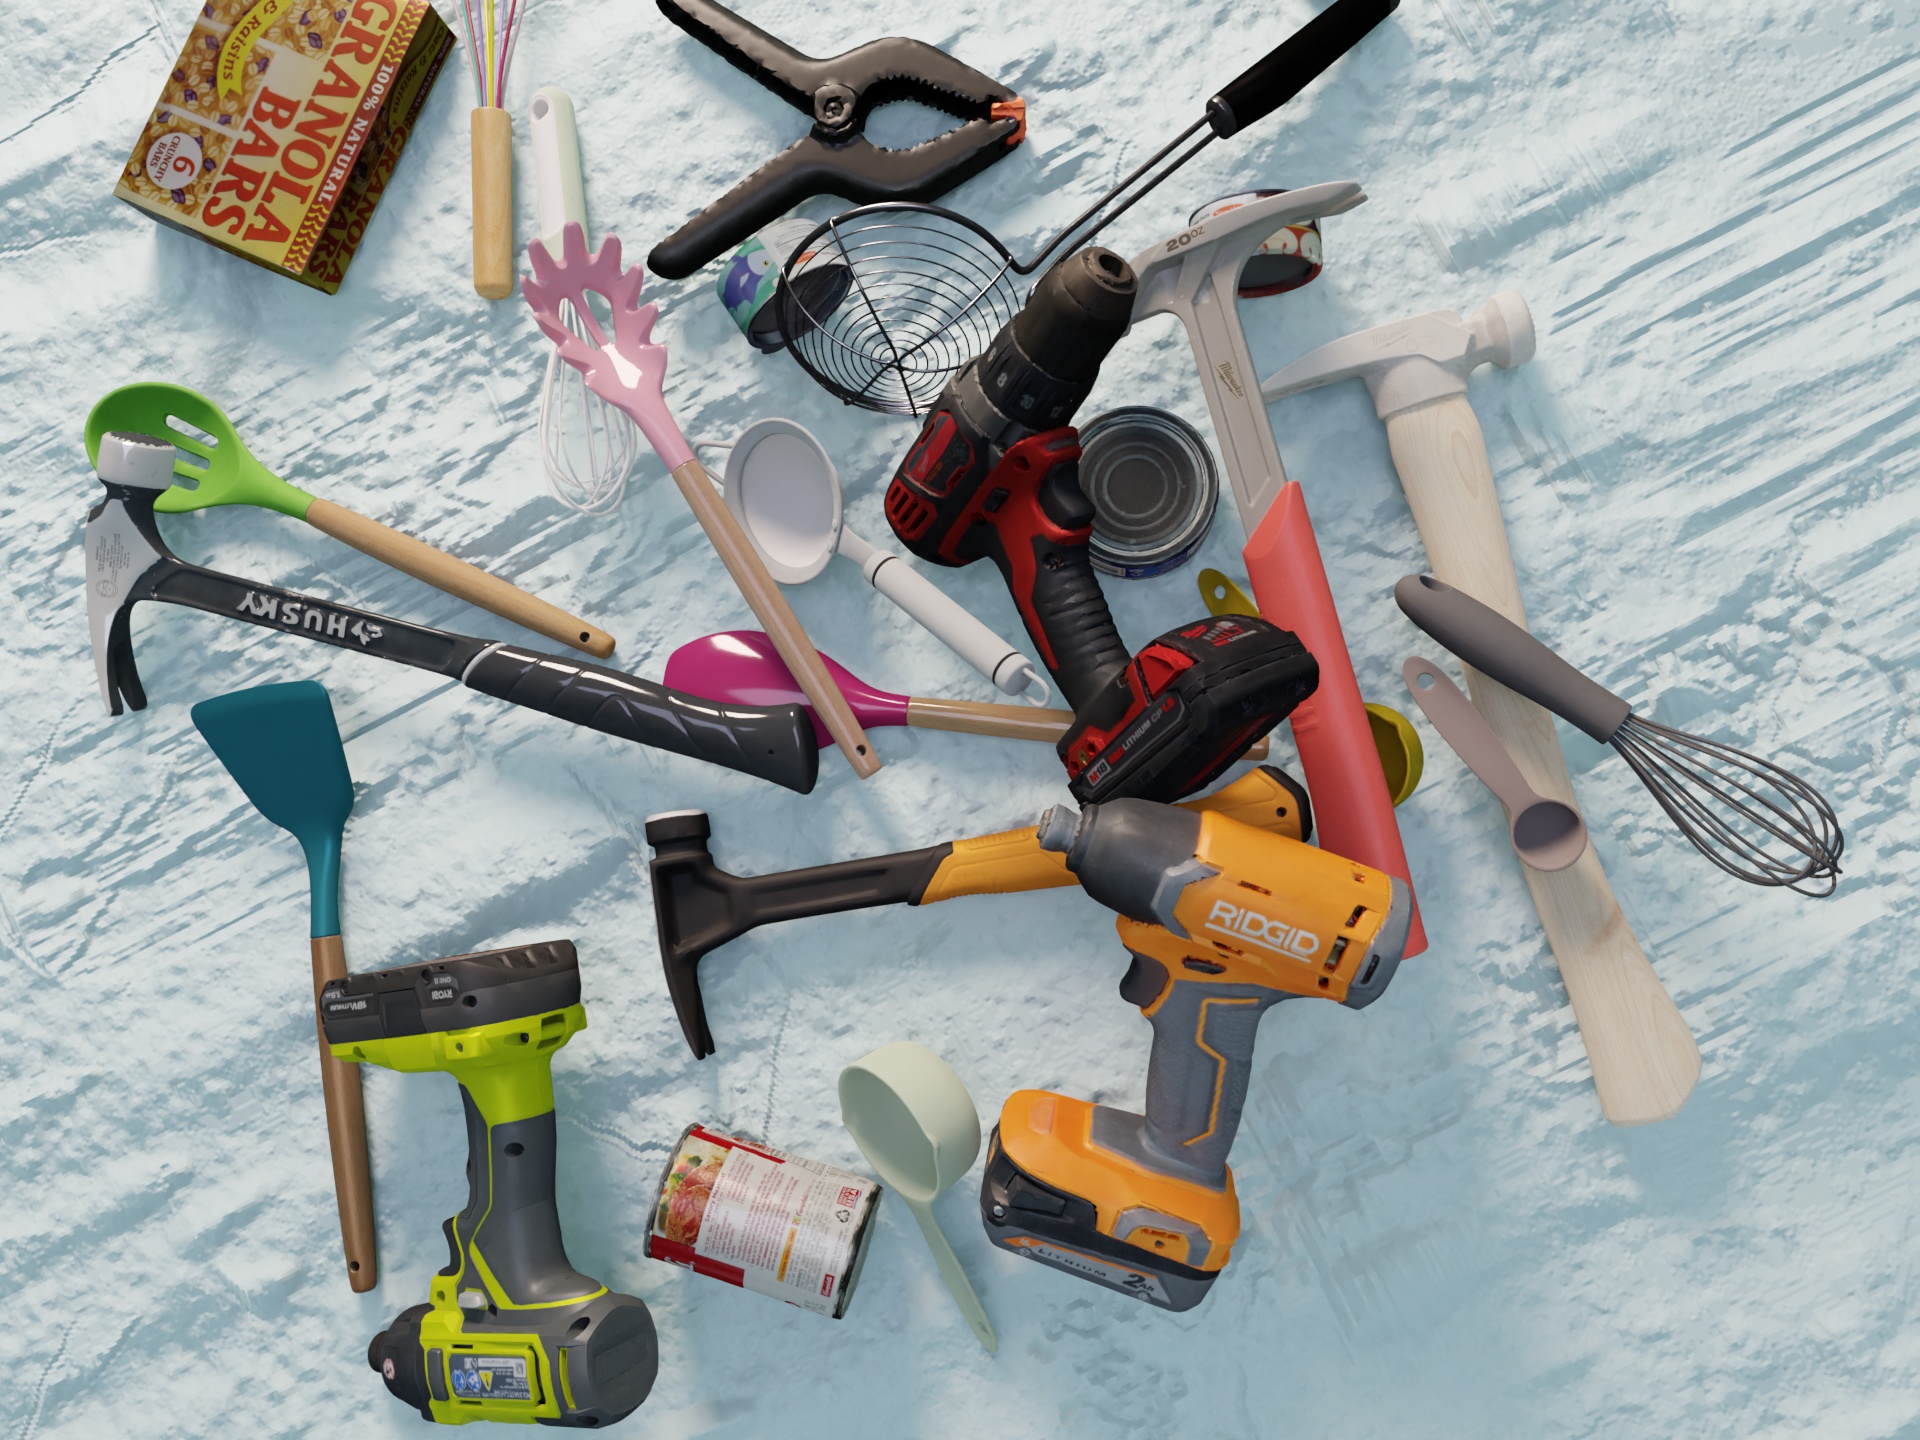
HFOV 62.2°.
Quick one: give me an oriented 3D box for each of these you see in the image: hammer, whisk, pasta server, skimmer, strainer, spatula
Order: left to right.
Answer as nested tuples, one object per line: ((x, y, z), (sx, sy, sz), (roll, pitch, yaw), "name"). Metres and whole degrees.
((-0.337, 0.140, 0.830), (0.082, 0.044, 0.317), (-10, 85, 13), "spatula")
((-0.269, -0.029, 0.830), (0.409, 0.036, 0.149), (15, 101, 6), "hammer")
((-0.257, -0.354, 0.875), (0.047, 0.051, 0.245), (-2, 88, 40), "whisk")
((-0.209, -0.227, 0.853), (0.058, 0.059, 0.246), (-15, 78, 31), "whisk")
((-0.126, -0.108, 0.809), (0.060, 0.040, 0.316), (-31, 89, -16), "pasta server")
((-0.042, -0.077, 0.788), (0.259, 0.050, 0.086), (40, 127, 33), "strainer")
((0.011, 0.082, 0.807), (0.337, 0.034, 0.127), (-10, 83, 4), "hammer")
((0.070, -0.285, 0.821), (0.363, 0.127, 0.090), (-40, 49, -11), "skimmer")
((0.166, -0.064, 0.755), (0.149, 0.036, 0.359), (-17, 87, 25), "hammer")
((0.266, -0.002, 0.790), (0.146, 0.038, 0.411), (-16, 84, 5), "hammer")
((0.305, 0.003, 0.745), (0.239, 0.055, 0.055), (36, 89, 13), "whisk")

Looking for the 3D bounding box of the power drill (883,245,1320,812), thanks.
((0.066, -0.084, 0.740), (0.080, 0.187, 0.227), (-19, 69, -40), "power drill")

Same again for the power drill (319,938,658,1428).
((-0.242, 0.229, 0.784), (0.171, 0.080, 0.223), (-12, 85, 30), "power drill")

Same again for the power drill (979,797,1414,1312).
((0.085, 0.144, 0.727), (0.164, 0.084, 0.226), (21, 111, 0), "power drill")

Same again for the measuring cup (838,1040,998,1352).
((-0.005, 0.235, 0.789), (0.038, 0.083, 0.167), (-30, 103, -33), "measuring cup")

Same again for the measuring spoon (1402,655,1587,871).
((0.255, 0.019, 0.768), (0.034, 0.018, 0.124), (-37, 75, 9), "measuring spoon")

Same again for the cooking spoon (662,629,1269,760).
((-0.001, -0.003, 0.824), (0.319, 0.017, 0.069), (6, 85, 7), "cooking spoon")

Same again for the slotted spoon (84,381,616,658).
((-0.328, -0.101, 0.861), (0.314, 0.031, 0.070), (24, 88, 5), "slotted spoon")

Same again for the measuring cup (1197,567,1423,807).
((0.175, -0.019, 0.805), (0.157, 0.029, 0.062), (55, 127, 20), "measuring cup")
